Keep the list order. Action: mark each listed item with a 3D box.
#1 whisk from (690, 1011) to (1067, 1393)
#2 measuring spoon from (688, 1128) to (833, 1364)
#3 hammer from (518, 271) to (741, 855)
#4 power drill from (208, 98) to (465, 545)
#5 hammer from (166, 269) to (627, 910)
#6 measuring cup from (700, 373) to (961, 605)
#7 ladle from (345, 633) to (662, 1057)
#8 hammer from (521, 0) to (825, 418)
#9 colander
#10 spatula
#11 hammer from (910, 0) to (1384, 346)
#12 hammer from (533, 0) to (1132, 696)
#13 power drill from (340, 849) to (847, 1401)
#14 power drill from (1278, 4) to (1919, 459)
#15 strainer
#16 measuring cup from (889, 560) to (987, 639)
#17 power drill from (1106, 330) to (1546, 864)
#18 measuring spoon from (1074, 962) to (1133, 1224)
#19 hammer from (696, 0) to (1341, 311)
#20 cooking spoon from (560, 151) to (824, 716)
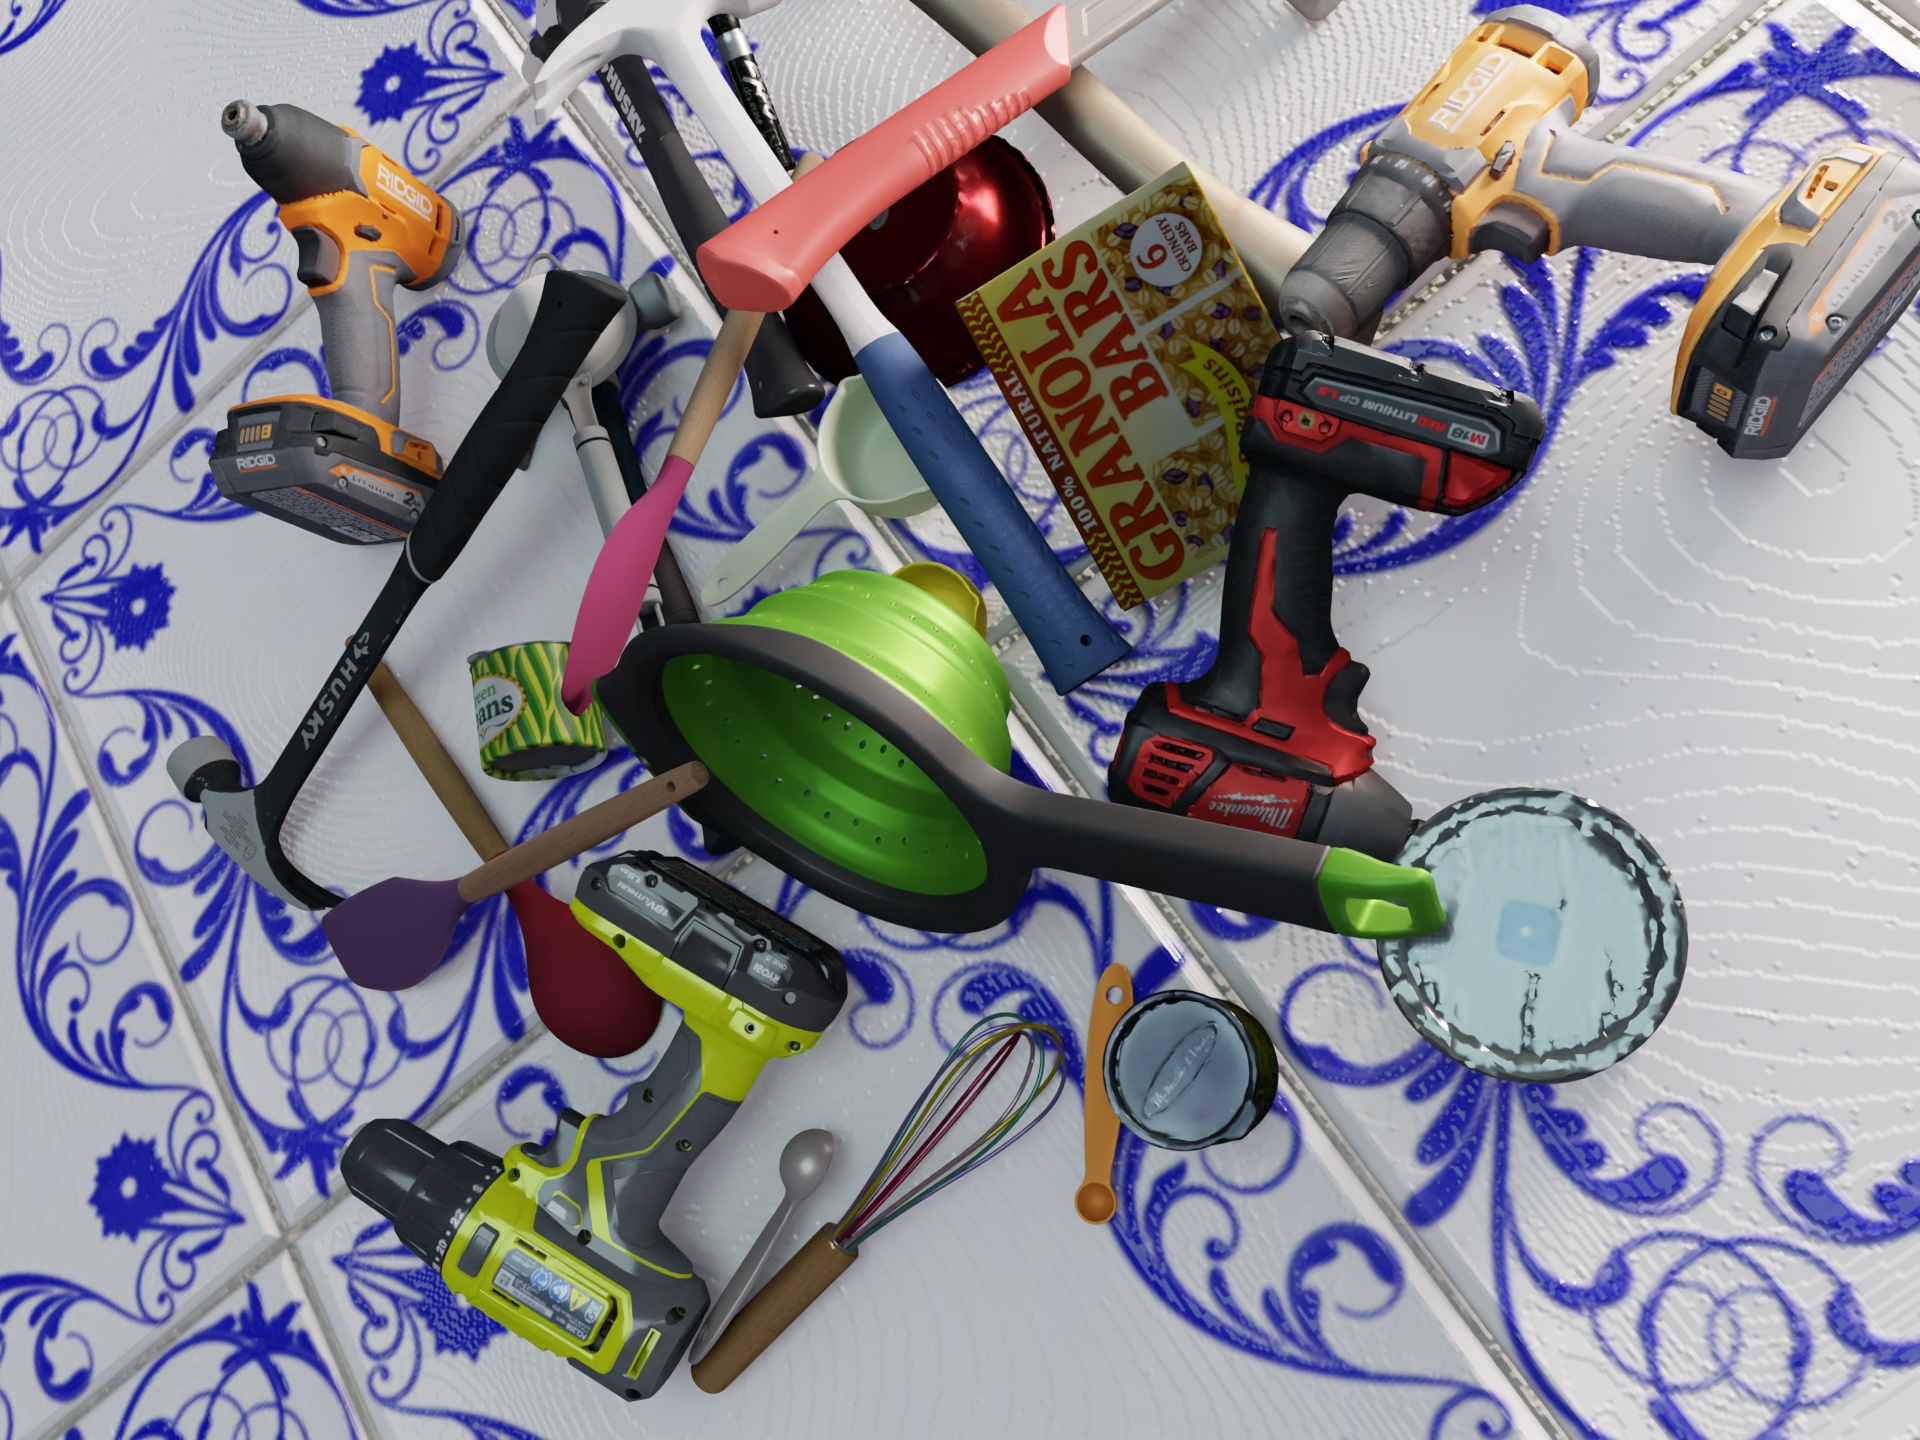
[{"bbox_3d":[-0.043,0.225,0.739,0.245,0.047,0.051,-47,67,9],"label":"whisk"},{"bbox_3d":[-0.099,0.247,0.753,0.018,0.034,0.124,33,84,-19],"label":"measuring spoon"},{"bbox_3d":[-0.168,-0.084,0.865,0.128,0.033,0.331,-27,69,13],"label":"hammer"},{"bbox_3d":[-0.360,-0.229,0.905,0.084,0.164,0.226,-4,78,20],"label":"power drill"},{"bbox_3d":[-0.301,-0.071,0.868,0.149,0.036,0.409,45,109,21],"label":"hammer"},{"bbox_3d":[-0.066,-0.112,0.829,0.167,0.038,0.083,-41,67,9],"label":"measuring cup"},{"bbox_3d":[-0.264,0.058,0.874,0.069,0.031,0.316,-45,64,6],"label":"ladle"},{"bbox_3d":[-0.155,-0.304,0.877,0.146,0.035,0.335,-48,63,46],"label":"hammer"},{"bbox_3d":[0.020,0.011,0.668,0.397,0.204,0.094,10,54,37],"label":"colander"},{"bbox_3d":[-0.233,0.080,0.806,0.316,0.018,0.060,-26,93,35],"label":"spatula"},{"bbox_3d":[0.050,-0.312,0.810,0.146,0.038,0.411,-35,68,-17],"label":"hammer"},{"bbox_3d":[-0.052,-0.187,0.769,0.144,0.035,0.405,-32,86,-17],"label":"hammer"},{"bbox_3d":[-0.175,0.181,0.765,0.190,0.080,0.228,29,89,9],"label":"power drill"},{"bbox_3d":[0.267,-0.199,0.682,0.226,0.084,0.185,37,79,27],"label":"power drill"},{"bbox_3d":[-0.200,-0.159,0.858,0.087,0.050,0.259,-20,74,-1],"label":"strainer"},{"bbox_3d":[-0.001,-0.003,0.790,0.062,0.029,0.156,-17,84,20],"label":"measuring cup"},{"bbox_3d":[0.161,-0.042,0.680,0.143,0.078,0.219,19,102,8],"label":"power drill"},{"bbox_3d":[0.067,0.170,0.727,0.021,0.011,0.117,0,74,23],"label":"measuring spoon"},{"bbox_3d":[0.017,-0.315,0.769,0.359,0.036,0.149,-39,75,-15],"label":"hammer"},{"bbox_3d":[-0.128,-0.148,0.782,0.017,0.068,0.319,18,74,7],"label":"cooking spoon"}]
